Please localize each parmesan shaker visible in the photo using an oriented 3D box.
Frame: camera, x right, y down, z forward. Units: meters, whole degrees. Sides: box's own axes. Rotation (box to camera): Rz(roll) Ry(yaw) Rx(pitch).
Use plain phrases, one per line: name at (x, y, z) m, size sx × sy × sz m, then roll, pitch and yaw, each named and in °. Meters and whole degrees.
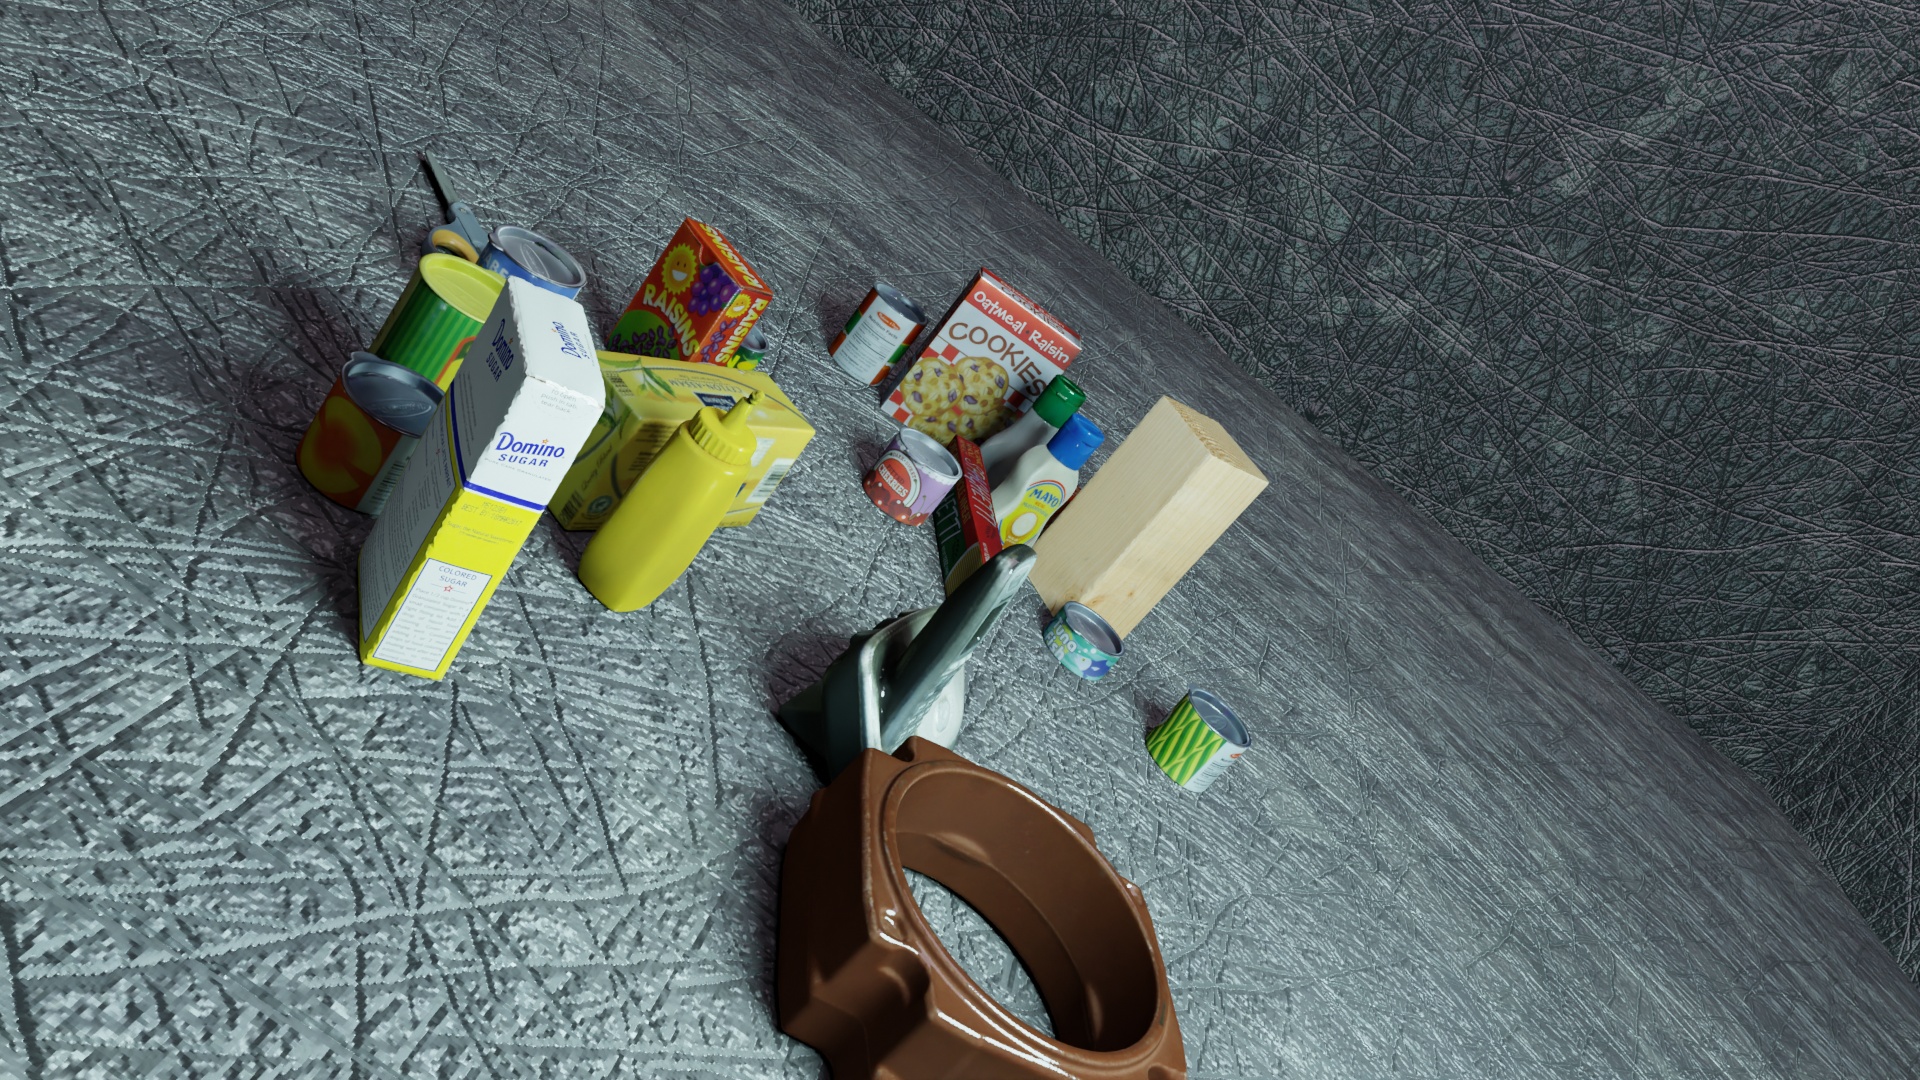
parmesan shaker at (-0.302, -0.105, 0.800) m, size 0.071 × 0.102 × 0.071 m, roll 34°, pitch 22°, yaw -15°

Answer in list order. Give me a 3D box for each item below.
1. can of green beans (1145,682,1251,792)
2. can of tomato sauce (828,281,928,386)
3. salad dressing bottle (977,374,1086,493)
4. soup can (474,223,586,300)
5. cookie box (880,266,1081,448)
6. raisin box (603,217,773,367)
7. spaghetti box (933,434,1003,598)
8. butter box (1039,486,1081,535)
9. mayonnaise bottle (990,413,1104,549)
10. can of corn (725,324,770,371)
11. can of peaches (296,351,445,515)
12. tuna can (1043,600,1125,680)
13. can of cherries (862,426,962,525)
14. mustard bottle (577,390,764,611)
can of green beans at (0.195, 0.164, 1.144) m, size 0.071 × 0.057 × 0.071 m, roll 34°, pitch 22°, yaw -15°
can of tomato sauce at (-0.082, -0.207, 1.395) m, size 0.071 × 0.083 × 0.071 m, roll 34°, pitch 22°, yaw -15°
salad dressing bottle at (0.059, -0.089, 1.303) m, size 0.064 × 0.147 × 0.044 m, roll 41°, pitch 21°, yaw 3°
soup can at (-0.305, -0.161, 0.935) m, size 0.071 × 0.083 × 0.071 m, roll 34°, pitch 22°, yaw -15°
cookie box at (0.020, -0.166, 1.364) m, size 0.123 × 0.167 × 0.040 m, roll 33°, pitch 22°, yaw -16°
raisin box at (-0.208, -0.168, 1.054) m, size 0.086 × 0.123 × 0.040 m, roll 50°, pitch 23°, yaw 26°
spaghetti box at (0.004, -0.015, 1.199) m, size 0.028 × 0.050 × 0.251 m, roll 31°, pitch 23°, yaw -22°
butter box at (0.082, -0.029, 1.352) m, size 0.024 × 0.053 × 0.104 m, roll 45°, pitch 22°, yaw 13°
mayonnaise bottle at (0.067, -0.047, 1.230) m, size 0.065 × 0.147 × 0.041 m, roll 25°, pitch 25°, yaw -34°
can of corn at (-0.199, -0.152, 1.127) m, size 0.071 × 0.058 × 0.071 m, roll 34°, pitch 22°, yaw -15°
can of peaches at (-0.314, -0.057, 0.747) m, size 0.071 × 0.058 × 0.071 m, roll 34°, pitch 22°, yaw -15°
tuna can at (0.104, 0.086, 1.185) m, size 0.071 × 0.032 × 0.071 m, roll 34°, pitch 22°, yaw -15°
can of cherries at (-0.043, -0.054, 1.188) m, size 0.071 × 0.058 × 0.072 m, roll 34°, pitch 22°, yaw -15°
mustard bottle at (-0.160, -0.029, 0.804) m, size 0.049 × 0.159 × 0.065 m, roll 42°, pitch 21°, yaw 7°
